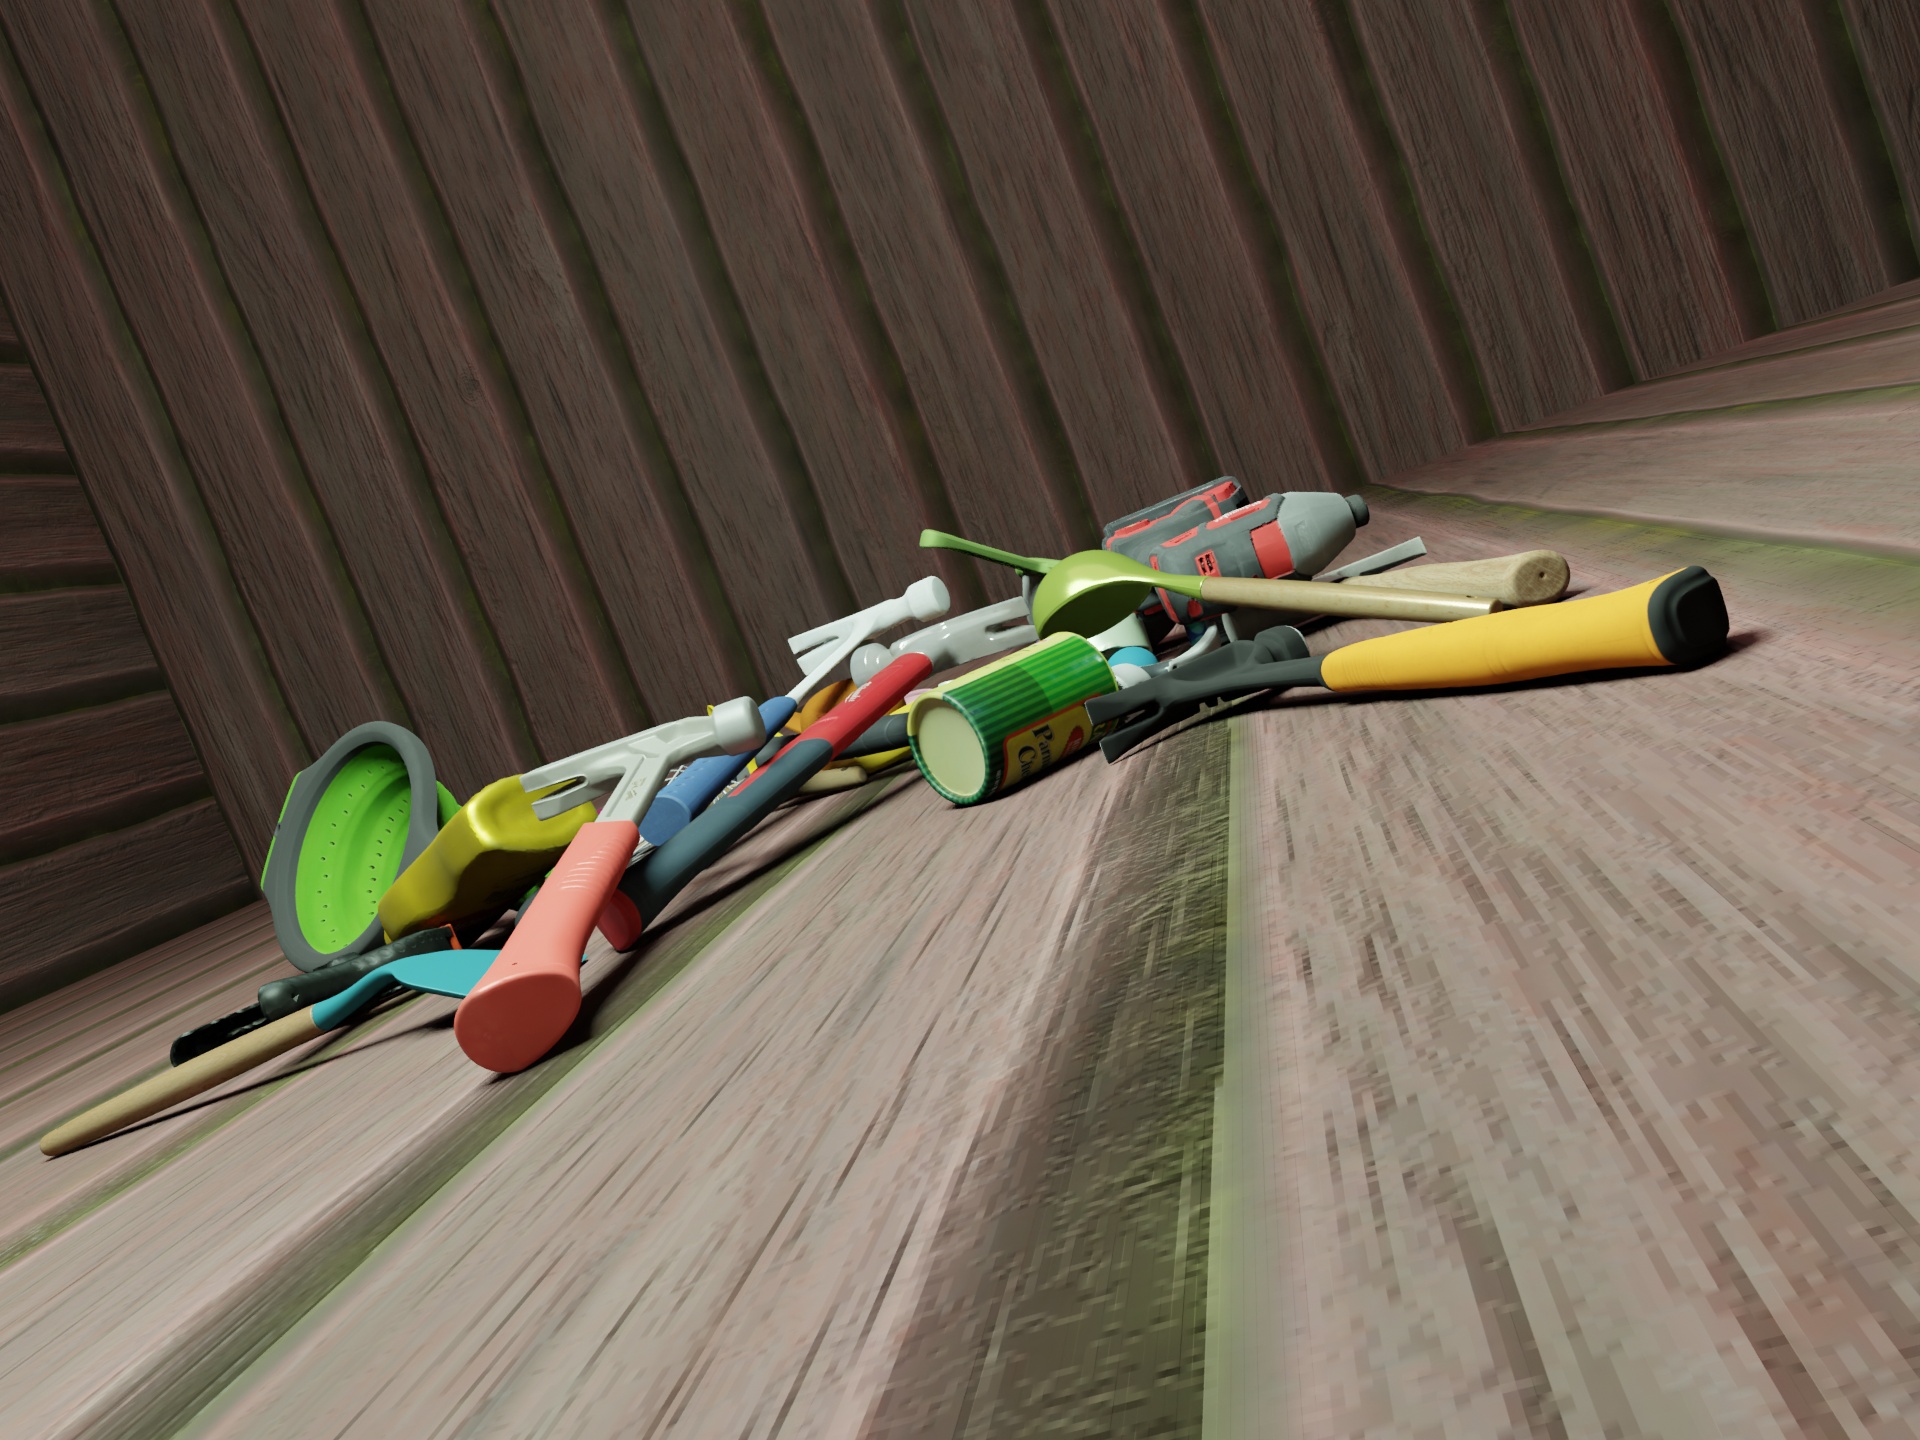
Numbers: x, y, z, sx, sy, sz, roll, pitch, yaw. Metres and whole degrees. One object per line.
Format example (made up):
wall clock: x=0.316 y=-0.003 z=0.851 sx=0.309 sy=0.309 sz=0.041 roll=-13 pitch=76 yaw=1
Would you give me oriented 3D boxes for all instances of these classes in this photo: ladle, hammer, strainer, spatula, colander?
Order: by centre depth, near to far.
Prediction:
hammer: x=0.179 y=-0.024 z=0.683 sx=0.127 sy=0.034 sz=0.337 roll=-22 pitch=5 yaw=-21
hammer: x=-0.187 y=0.071 z=0.777 sx=0.149 sy=0.036 sz=0.359 roll=-20 pitch=16 yaw=6
spatula: x=-0.347 y=0.174 z=0.823 sx=0.317 sy=0.044 sz=0.082 roll=-25 pitch=4 yaw=12
ladle: x=0.160 y=-0.060 z=0.899 sx=0.078 sy=0.062 sz=0.320 roll=-9 pitch=12 yaw=-38
hammer: x=0.263 y=-0.078 z=0.936 sx=0.130 sy=0.031 sz=0.331 roll=-22 pitch=5 yaw=-6
hammer: x=-0.084 y=0.020 z=0.948 sx=0.143 sy=0.038 sz=0.386 roll=-17 pitch=15 yaw=32
hammer: x=-0.002 y=-0.003 z=1.080 sx=0.409 sy=0.036 sz=0.149 roll=-11 pitch=9 yaw=44
hammer: x=-0.132 y=-0.011 z=1.182 sx=0.144 sy=0.035 sz=0.406 roll=-21 pitch=14 yaw=26
colander: x=-0.397 y=0.115 z=1.229 sx=0.397 sy=0.204 sz=0.094 roll=5 pitch=-14 yaw=42
strainer: x=0.070 y=-0.093 z=1.280 sx=0.256 sy=0.069 sz=0.151 roll=13 pitch=0 yaw=-35

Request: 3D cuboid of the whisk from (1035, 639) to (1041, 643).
whisk: x=0.068 y=-0.044 z=1.348 sx=0.051 sy=0.047 sz=0.245 roll=-18 pitch=11 yaw=32

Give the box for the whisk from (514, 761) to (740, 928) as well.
whisk: x=-0.221 y=0.086 z=1.078 sx=0.070 sy=0.070 sz=0.285 roll=-19 pitch=10 yaw=21

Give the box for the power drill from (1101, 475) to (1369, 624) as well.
power drill: x=0.184 y=-0.119 z=1.093 sx=0.143 sy=0.078 sz=0.220 roll=-23 pitch=9 yaw=-4

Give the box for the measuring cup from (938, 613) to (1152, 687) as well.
measuring cup: x=0.063 y=-0.053 z=1.221 sx=0.167 sy=0.038 sz=0.083 roll=-9 pitch=-14 yaw=-6

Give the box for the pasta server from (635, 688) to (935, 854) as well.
pasta server: x=-0.136 y=0.045 z=1.316 sx=0.316 sy=0.040 sz=0.060 roll=-27 pitch=6 yaw=-18

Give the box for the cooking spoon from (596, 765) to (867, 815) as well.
cooking spoon: x=-0.197 y=0.063 z=1.242 sx=0.319 sy=0.017 sz=0.069 roll=-11 pitch=22 yaw=36

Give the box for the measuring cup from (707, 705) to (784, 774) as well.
measuring cup: x=-0.170 y=0.017 z=1.297 sx=0.029 sy=0.062 sz=0.157 roll=-19 pitch=30 yaw=-21

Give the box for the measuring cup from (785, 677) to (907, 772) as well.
measuring cup: x=-0.109 y=-0.007 z=1.295 sx=0.095 sy=0.052 sz=0.174 roll=-33 pitch=29 yaw=-28

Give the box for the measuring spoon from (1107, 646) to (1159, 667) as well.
measuring spoon: x=0.091 y=-0.028 z=1.157 sx=0.128 sy=0.021 sz=0.042 roll=-25 pitch=6 yaw=-33
